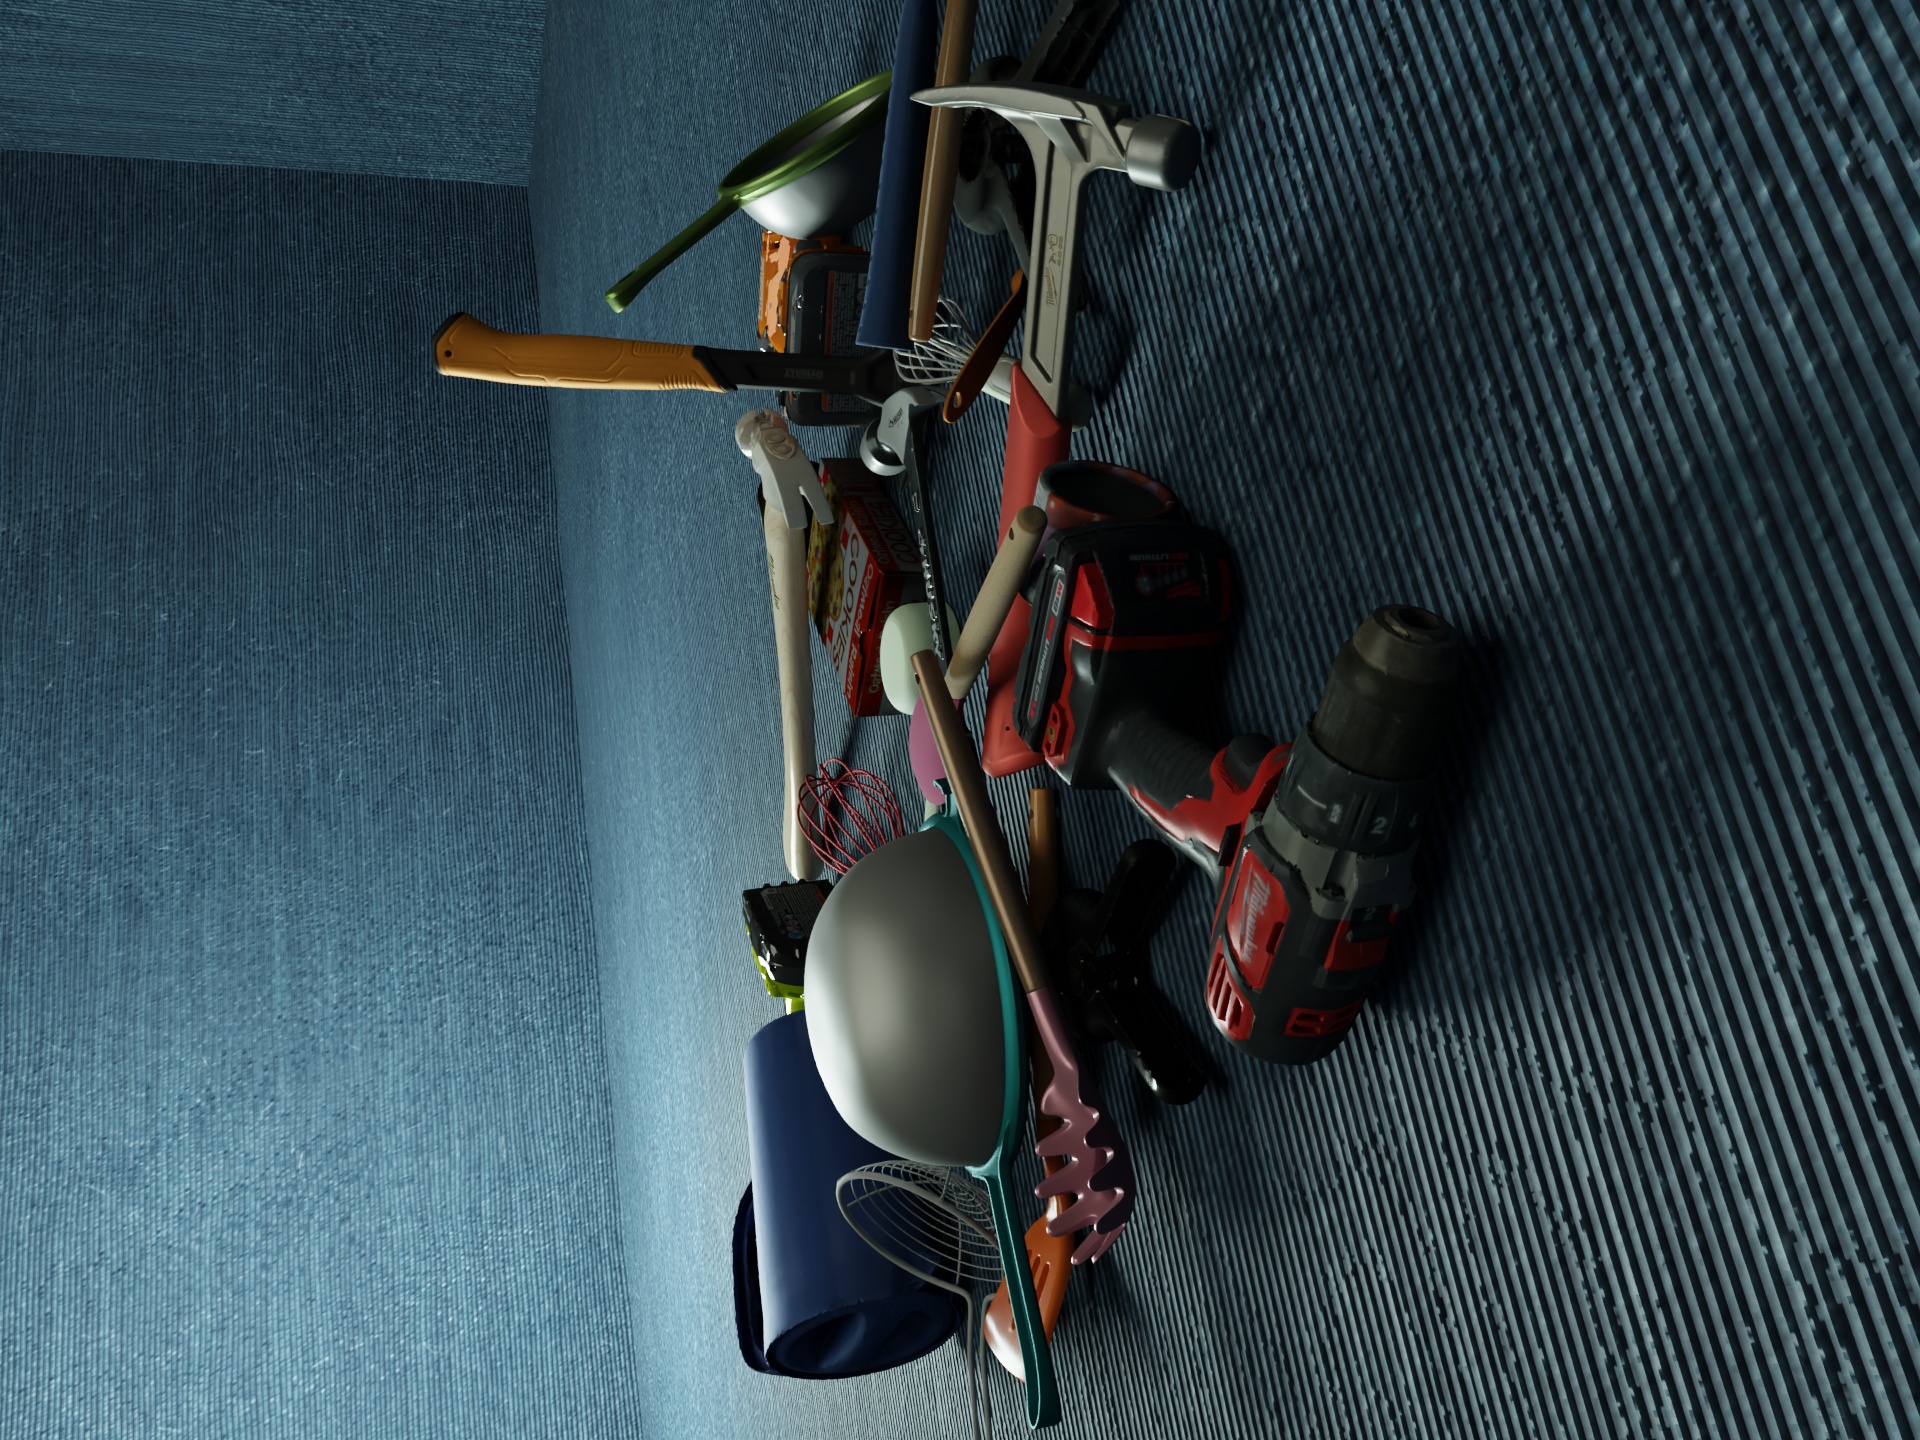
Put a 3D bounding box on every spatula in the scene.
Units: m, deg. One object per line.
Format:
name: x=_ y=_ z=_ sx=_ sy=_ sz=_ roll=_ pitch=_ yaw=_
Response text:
spatula: x=0.009 y=-0.363 z=0.851 sx=0.082 sy=0.044 sz=0.317 roll=-145 pitch=61 yaw=-66
spatula: x=0.041 y=0.199 z=0.891 sx=0.081 sy=0.041 sz=0.322 roll=-178 pitch=87 yaw=-71

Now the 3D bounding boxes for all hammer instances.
hammer: x=-0.126 y=-0.026 z=1.231 sx=0.146 sy=0.038 sz=0.410 roll=-120 pitch=23 yaw=-47
hammer: x=-0.022 y=-0.412 z=0.878 sx=0.144 sy=0.035 sz=0.405 roll=-62 pitch=-21 yaw=-76
hammer: x=-0.188 y=-0.229 z=1.066 sx=0.034 sy=0.337 sz=0.127 roll=-75 pitch=-11 yaw=-68
hammer: x=-0.002 y=-0.003 z=0.953 sx=0.149 sy=0.036 sz=0.409 roll=151 pitch=111 yaw=-73
hammer: x=0.031 y=-0.134 z=0.817 sx=0.149 sy=0.037 sz=0.358 roll=24 pitch=125 yaw=31

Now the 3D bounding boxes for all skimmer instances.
skimmer: x=-0.006 y=0.446 z=0.974 sx=0.127 sy=0.090 sz=0.363 roll=-6 pitch=89 yaw=40

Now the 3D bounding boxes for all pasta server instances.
pasta server: x=0.025 y=0.112 z=0.805 sx=0.060 sy=0.040 sz=0.316 roll=-39 pitch=67 yaw=61

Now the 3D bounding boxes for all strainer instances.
strainer: x=-0.121 y=-0.334 z=1.058 sx=0.069 sy=0.256 sz=0.152 roll=54 pitch=164 yaw=-28
strainer: x=-0.025 y=0.215 z=0.878 sx=0.210 sy=0.095 sz=0.341 roll=111 pitch=151 yaw=-55

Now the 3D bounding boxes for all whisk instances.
whisk: x=-0.045 y=0.112 z=1.096 sx=0.296 sy=0.073 sz=0.073 roll=48 pitch=137 yaw=51
whisk: x=0.012 y=-0.205 z=0.917 sx=0.058 sy=0.059 sz=0.247 roll=-60 pitch=32 yaw=9

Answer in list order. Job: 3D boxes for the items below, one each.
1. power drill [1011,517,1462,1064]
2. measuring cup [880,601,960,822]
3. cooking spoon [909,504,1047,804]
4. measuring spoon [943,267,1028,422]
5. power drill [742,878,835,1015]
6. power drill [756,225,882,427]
power drill: x=0.108 y=-0.001 z=0.637 sx=0.227 sy=0.080 sz=0.187 roll=-122 pitch=35 yaw=-49
measuring cup: x=-0.031 y=0.004 z=1.061 sx=0.083 sy=0.038 sz=0.167 roll=-153 pitch=65 yaw=-67
cooking spoon: x=0.002 y=-0.028 z=0.834 sx=0.318 sy=0.017 sz=0.069 roll=116 pitch=142 yaw=-65
measuring spoon: x=0.014 y=-0.204 z=0.860 sx=0.117 sy=0.011 sz=0.021 roll=-62 pitch=-34 yaw=-27
power drill: x=-0.136 y=0.253 z=1.331 sx=0.171 sy=0.080 sz=0.223 roll=-133 pitch=42 yaw=-61
power drill: x=-0.106 y=-0.285 z=1.181 sx=0.227 sy=0.084 sz=0.164 roll=-123 pitch=35 yaw=-61
